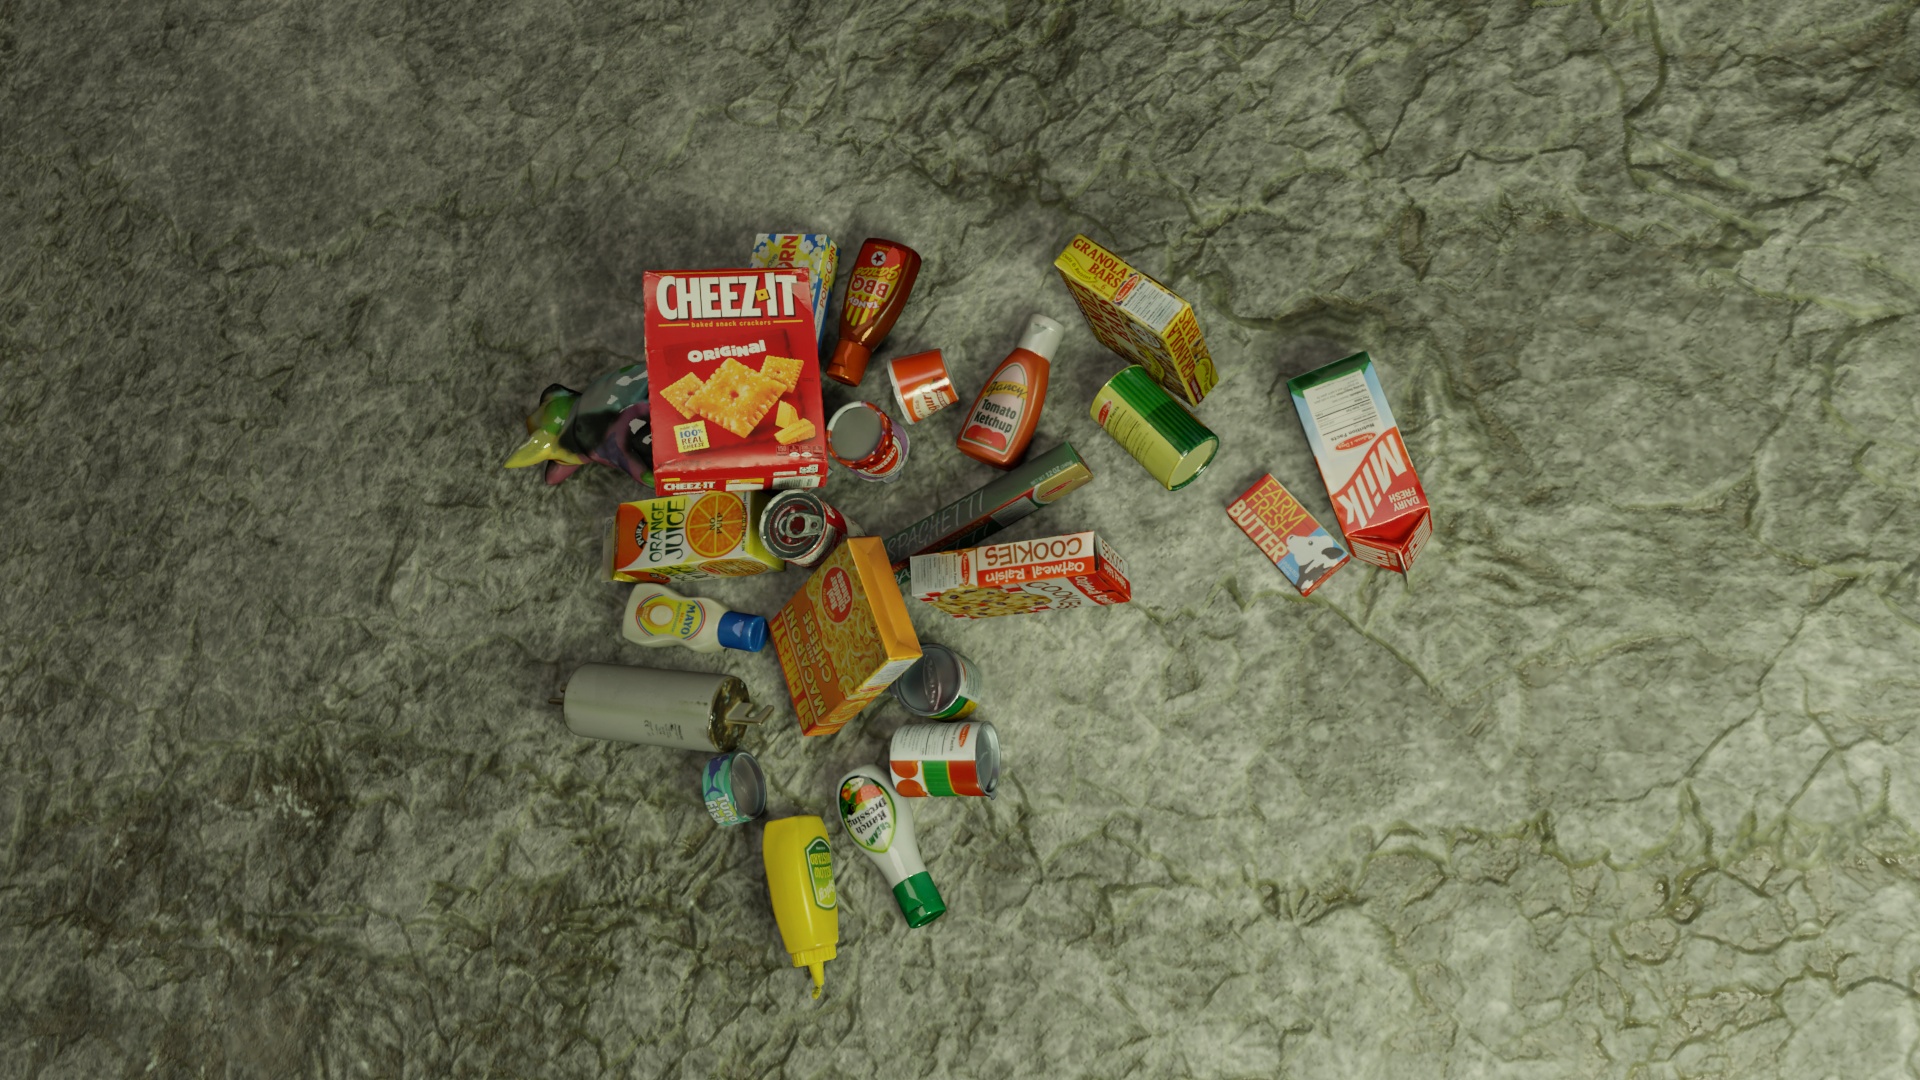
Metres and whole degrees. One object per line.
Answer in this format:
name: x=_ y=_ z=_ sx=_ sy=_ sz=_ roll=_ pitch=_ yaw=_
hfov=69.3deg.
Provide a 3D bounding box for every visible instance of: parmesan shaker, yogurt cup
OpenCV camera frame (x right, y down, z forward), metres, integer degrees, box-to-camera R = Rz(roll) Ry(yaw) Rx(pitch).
parmesan shaker: x=0.175 y=-0.100 z=1.257 sx=0.071 sy=0.071 sz=0.103 roll=-45 pitch=66 yaw=4
yogurt cup: x=-0.035 y=-0.153 z=1.351 sx=0.054 sy=0.072 sz=0.072 roll=-19 pitch=69 yaw=6

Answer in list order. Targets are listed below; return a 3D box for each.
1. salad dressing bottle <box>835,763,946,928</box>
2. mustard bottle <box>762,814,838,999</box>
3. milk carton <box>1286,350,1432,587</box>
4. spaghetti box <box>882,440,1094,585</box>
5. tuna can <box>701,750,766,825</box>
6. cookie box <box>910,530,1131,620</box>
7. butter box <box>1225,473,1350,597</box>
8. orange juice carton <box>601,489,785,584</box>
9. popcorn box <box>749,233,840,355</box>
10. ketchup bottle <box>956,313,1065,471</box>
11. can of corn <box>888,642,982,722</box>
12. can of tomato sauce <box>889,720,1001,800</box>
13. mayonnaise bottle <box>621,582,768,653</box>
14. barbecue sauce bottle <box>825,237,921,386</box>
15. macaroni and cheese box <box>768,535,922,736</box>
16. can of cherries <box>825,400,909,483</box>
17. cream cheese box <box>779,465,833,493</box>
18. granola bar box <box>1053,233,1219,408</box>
salad dressing bottle: x=-0.061 y=0.274 z=1.249 sx=0.064 sy=0.044 sz=0.148 roll=-36 pitch=66 yaw=12
mustard bottle: x=-0.139 y=0.330 z=1.254 sx=0.049 sy=0.065 sz=0.160 roll=-17 pitch=75 yaw=21
milk carton: x=0.344 y=-0.054 z=1.174 sx=0.073 sy=0.072 sz=0.191 roll=-21 pitch=68 yaw=14
spaghetti box: x=0.005 y=-0.016 z=1.303 sx=0.250 sy=0.050 sz=0.029 roll=-28 pitch=66 yaw=11
tuna can: x=-0.213 y=0.234 z=1.303 sx=0.033 sy=0.071 sz=0.071 roll=-17 pitch=70 yaw=18
cookie box: x=0.056 y=0.035 z=1.229 sx=0.167 sy=0.123 sz=0.040 roll=-8 pitch=74 yaw=19
butter box: x=0.284 y=-0.005 z=1.209 sx=0.053 sy=0.024 sz=0.104 roll=-42 pitch=66 yaw=5
orange juice carton: x=-0.277 y=-0.001 z=1.392 sx=0.192 sy=0.073 sz=0.072 roll=-7 pitch=73 yaw=19
popcorn box: x=-0.181 y=-0.255 z=1.447 sx=0.085 sy=0.038 sz=0.127 roll=5 pitch=77 yaw=22
ketchup bottle: x=0.054 y=-0.143 z=1.325 sx=0.065 sy=0.043 sz=0.149 roll=22 pitch=83 yaw=25
can of corn: x=-0.022 y=0.131 z=1.266 sx=0.071 sy=0.058 sz=0.071 roll=-5 pitch=74 yaw=19
can of tomato sauce: x=-0.013 y=0.198 z=1.241 sx=0.083 sy=0.071 sz=0.071 roll=-5 pitch=74 yaw=20
mayonnaise bottle: x=-0.263 y=0.082 z=1.381 sx=0.148 sy=0.041 sz=0.065 roll=7 pitch=76 yaw=23
barbecue sauce bottle: x=-0.093 y=-0.229 z=1.404 sx=0.065 sy=0.043 sz=0.148 roll=18 pitch=82 yaw=23
macaroni and cheese box: x=-0.108 y=0.090 z=1.274 sx=0.165 sy=0.040 sz=0.124 roll=-45 pitch=57 yaw=44
can of cherries: x=-0.089 y=-0.095 z=1.356 sx=0.071 sy=0.058 sz=0.071 roll=-6 pitch=73 yaw=20
cream cheese box: x=-0.179 y=-0.092 z=1.408 sx=0.053 sy=0.024 sz=0.104 roll=-41 pitch=65 yaw=5
granola bar box: x=0.159 y=-0.193 z=1.232 sx=0.124 sy=0.165 sz=0.039 roll=39 pitch=89 yaw=25
